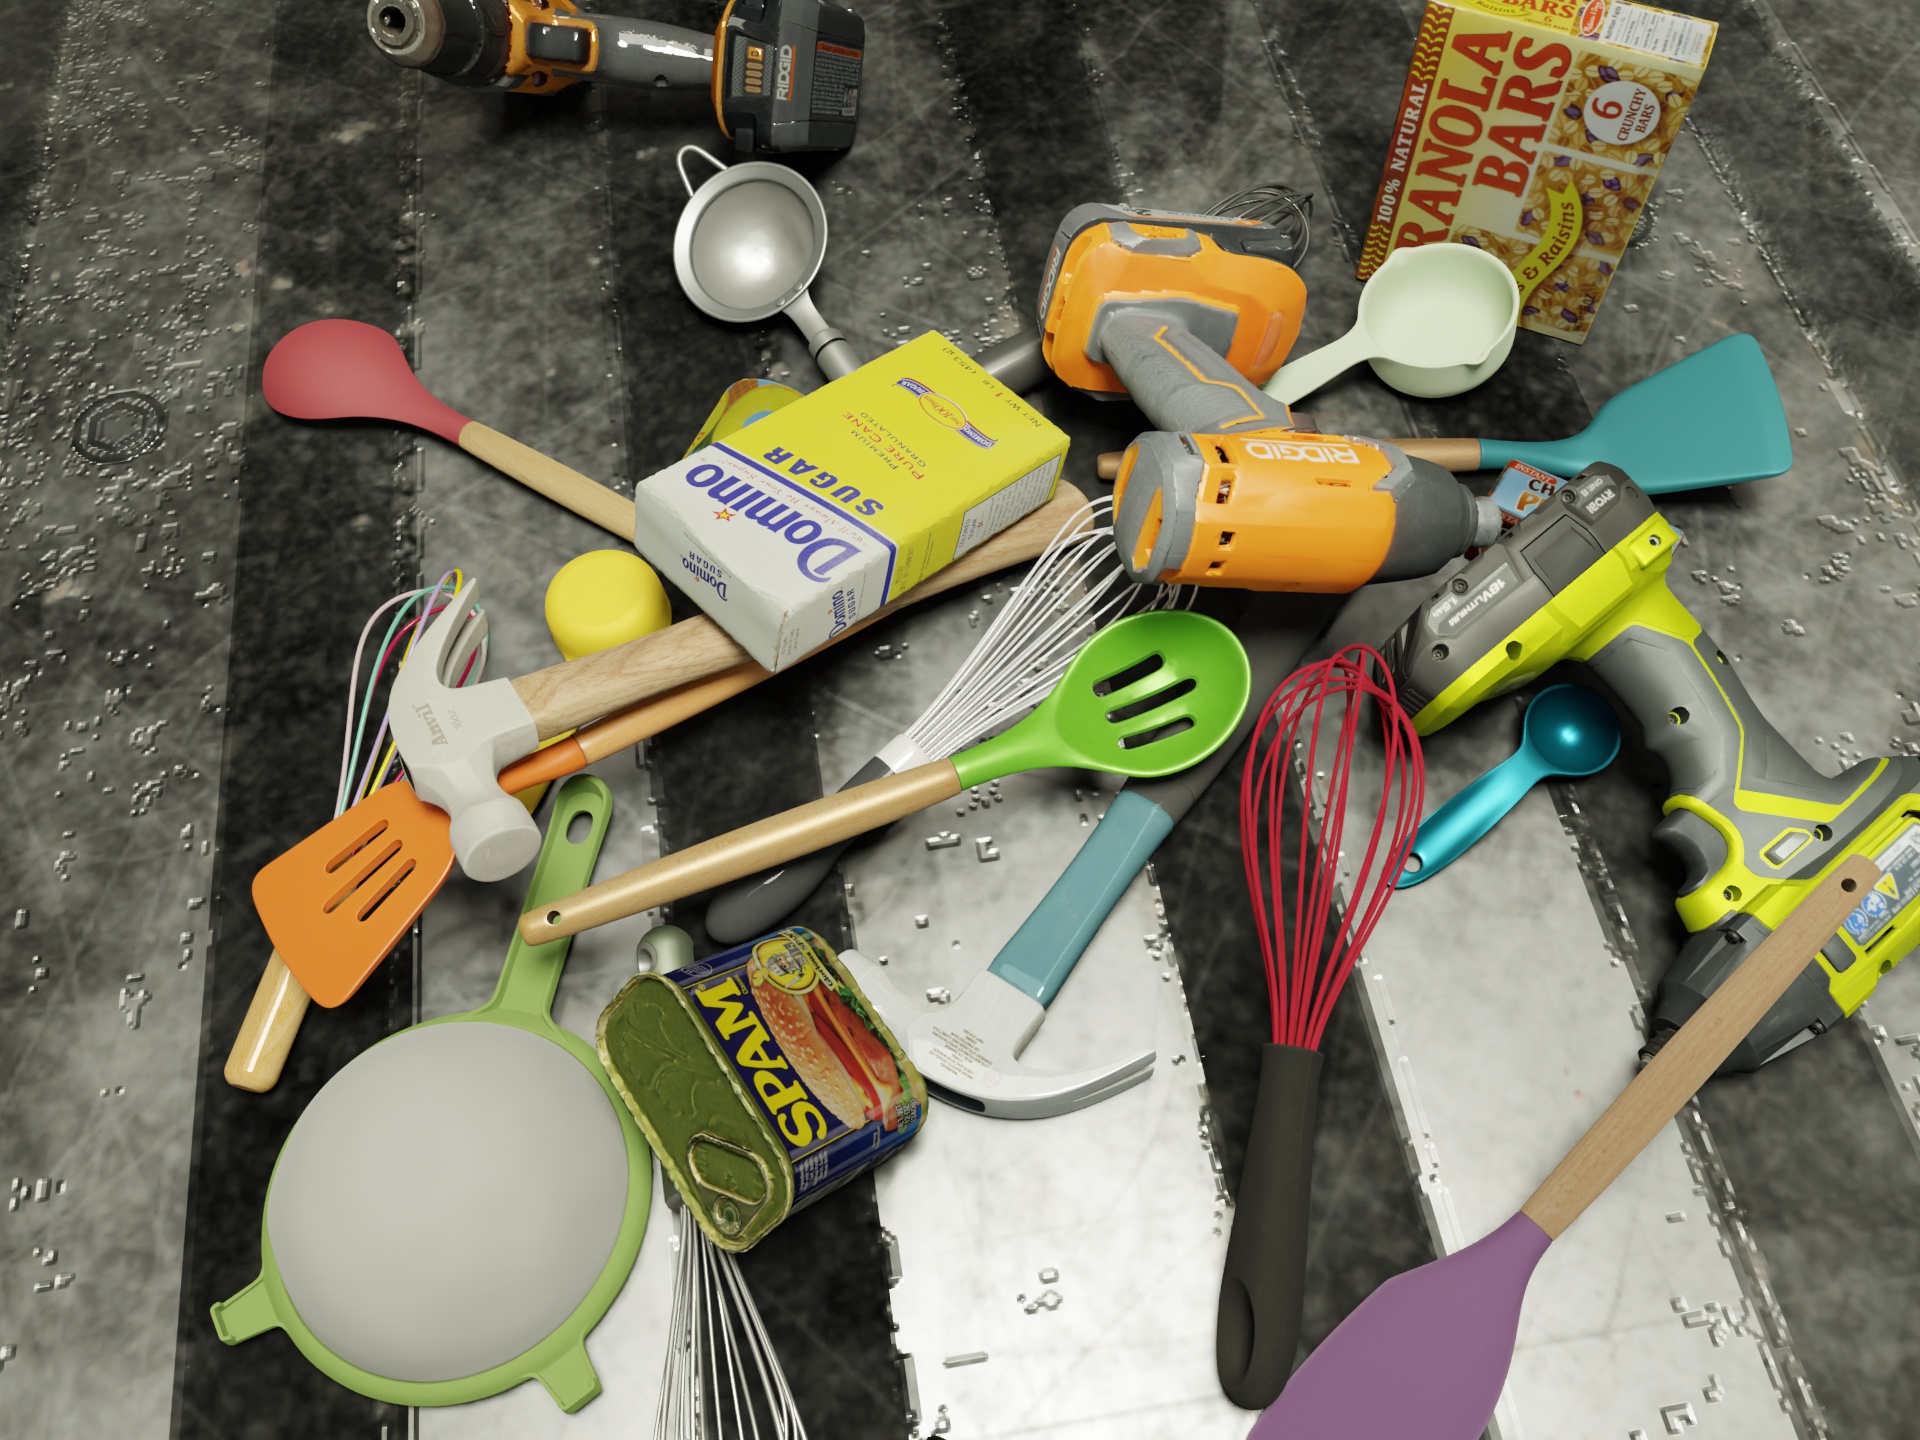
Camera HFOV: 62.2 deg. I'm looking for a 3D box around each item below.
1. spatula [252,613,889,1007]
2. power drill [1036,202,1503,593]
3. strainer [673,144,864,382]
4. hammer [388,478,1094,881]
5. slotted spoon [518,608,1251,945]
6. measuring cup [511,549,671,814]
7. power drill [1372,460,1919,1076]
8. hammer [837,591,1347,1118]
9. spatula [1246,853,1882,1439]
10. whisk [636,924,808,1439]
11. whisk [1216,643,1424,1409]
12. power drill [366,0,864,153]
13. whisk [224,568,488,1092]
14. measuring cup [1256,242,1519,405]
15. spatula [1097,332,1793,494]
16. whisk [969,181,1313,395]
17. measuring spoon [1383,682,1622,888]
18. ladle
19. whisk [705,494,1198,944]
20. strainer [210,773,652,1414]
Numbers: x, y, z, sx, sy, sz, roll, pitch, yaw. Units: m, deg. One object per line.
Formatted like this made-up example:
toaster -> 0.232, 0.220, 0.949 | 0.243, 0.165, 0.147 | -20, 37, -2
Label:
spatula -> -0.143, 0.009, 0.687 | 0.322, 0.041, 0.081 | -29, 53, -27
power drill -> 0.130, -0.139, 0.702 | 0.164, 0.084, 0.227 | 1, 43, -16
strainer -> -0.072, -0.195, 0.814 | 0.087, 0.050, 0.259 | -37, 70, 9
hammer -> -0.083, -0.045, 0.694 | 0.331, 0.031, 0.130 | -23, 55, -26
slotted spoon -> -0.027, 0.029, 0.650 | 0.313, 0.031, 0.070 | -20, 75, -10
measuring cup -> -0.181, -0.013, 0.719 | 0.062, 0.029, 0.157 | 16, 61, 11
power drill -> 0.281, 0.022, 0.643 | 0.171, 0.080, 0.223 | -38, 78, -10
hammer -> 0.086, 0.027, 0.686 | 0.128, 0.033, 0.331 | 31, 66, 19
spatula -> 0.228, 0.166, 0.577 | 0.316, 0.018, 0.060 | -46, 69, -5
whisk -> -0.097, 0.188, 0.600 | 0.059, 0.057, 0.247 | 9, 51, -33
whisk -> 0.130, 0.107, 0.611 | 0.073, 0.073, 0.296 | 10, 73, 7
power drill -> -0.180, -0.354, 0.840 | 0.226, 0.084, 0.185 | 11, 21, 7
whisk -> -0.261, 0.041, 0.692 | 0.047, 0.051, 0.245 | 1, 63, 27
measuring cup -> 0.200, -0.177, 0.802 | 0.167, 0.038, 0.083 | -28, 61, 5
spatula -> 0.225, -0.135, 0.767 | 0.317, 0.044, 0.082 | -2, 64, 2
whisk -> 0.082, -0.211, 0.816 | 0.239, 0.055, 0.055 | -29, 64, -8
measuring spoon -> 0.232, 0.032, 0.692 | 0.128, 0.021, 0.042 | -38, 75, -8
ladle -> -0.225, -0.130, 0.791 | 0.315, 0.031, 0.069 | 28, 65, 15
whisk -> -0.001, -0.002, 0.694 | 0.284, 0.070, 0.070 | -42, 67, -14
strainer -> -0.186, 0.127, 0.619 | 0.151, 0.069, 0.257 | 9, 63, 7
